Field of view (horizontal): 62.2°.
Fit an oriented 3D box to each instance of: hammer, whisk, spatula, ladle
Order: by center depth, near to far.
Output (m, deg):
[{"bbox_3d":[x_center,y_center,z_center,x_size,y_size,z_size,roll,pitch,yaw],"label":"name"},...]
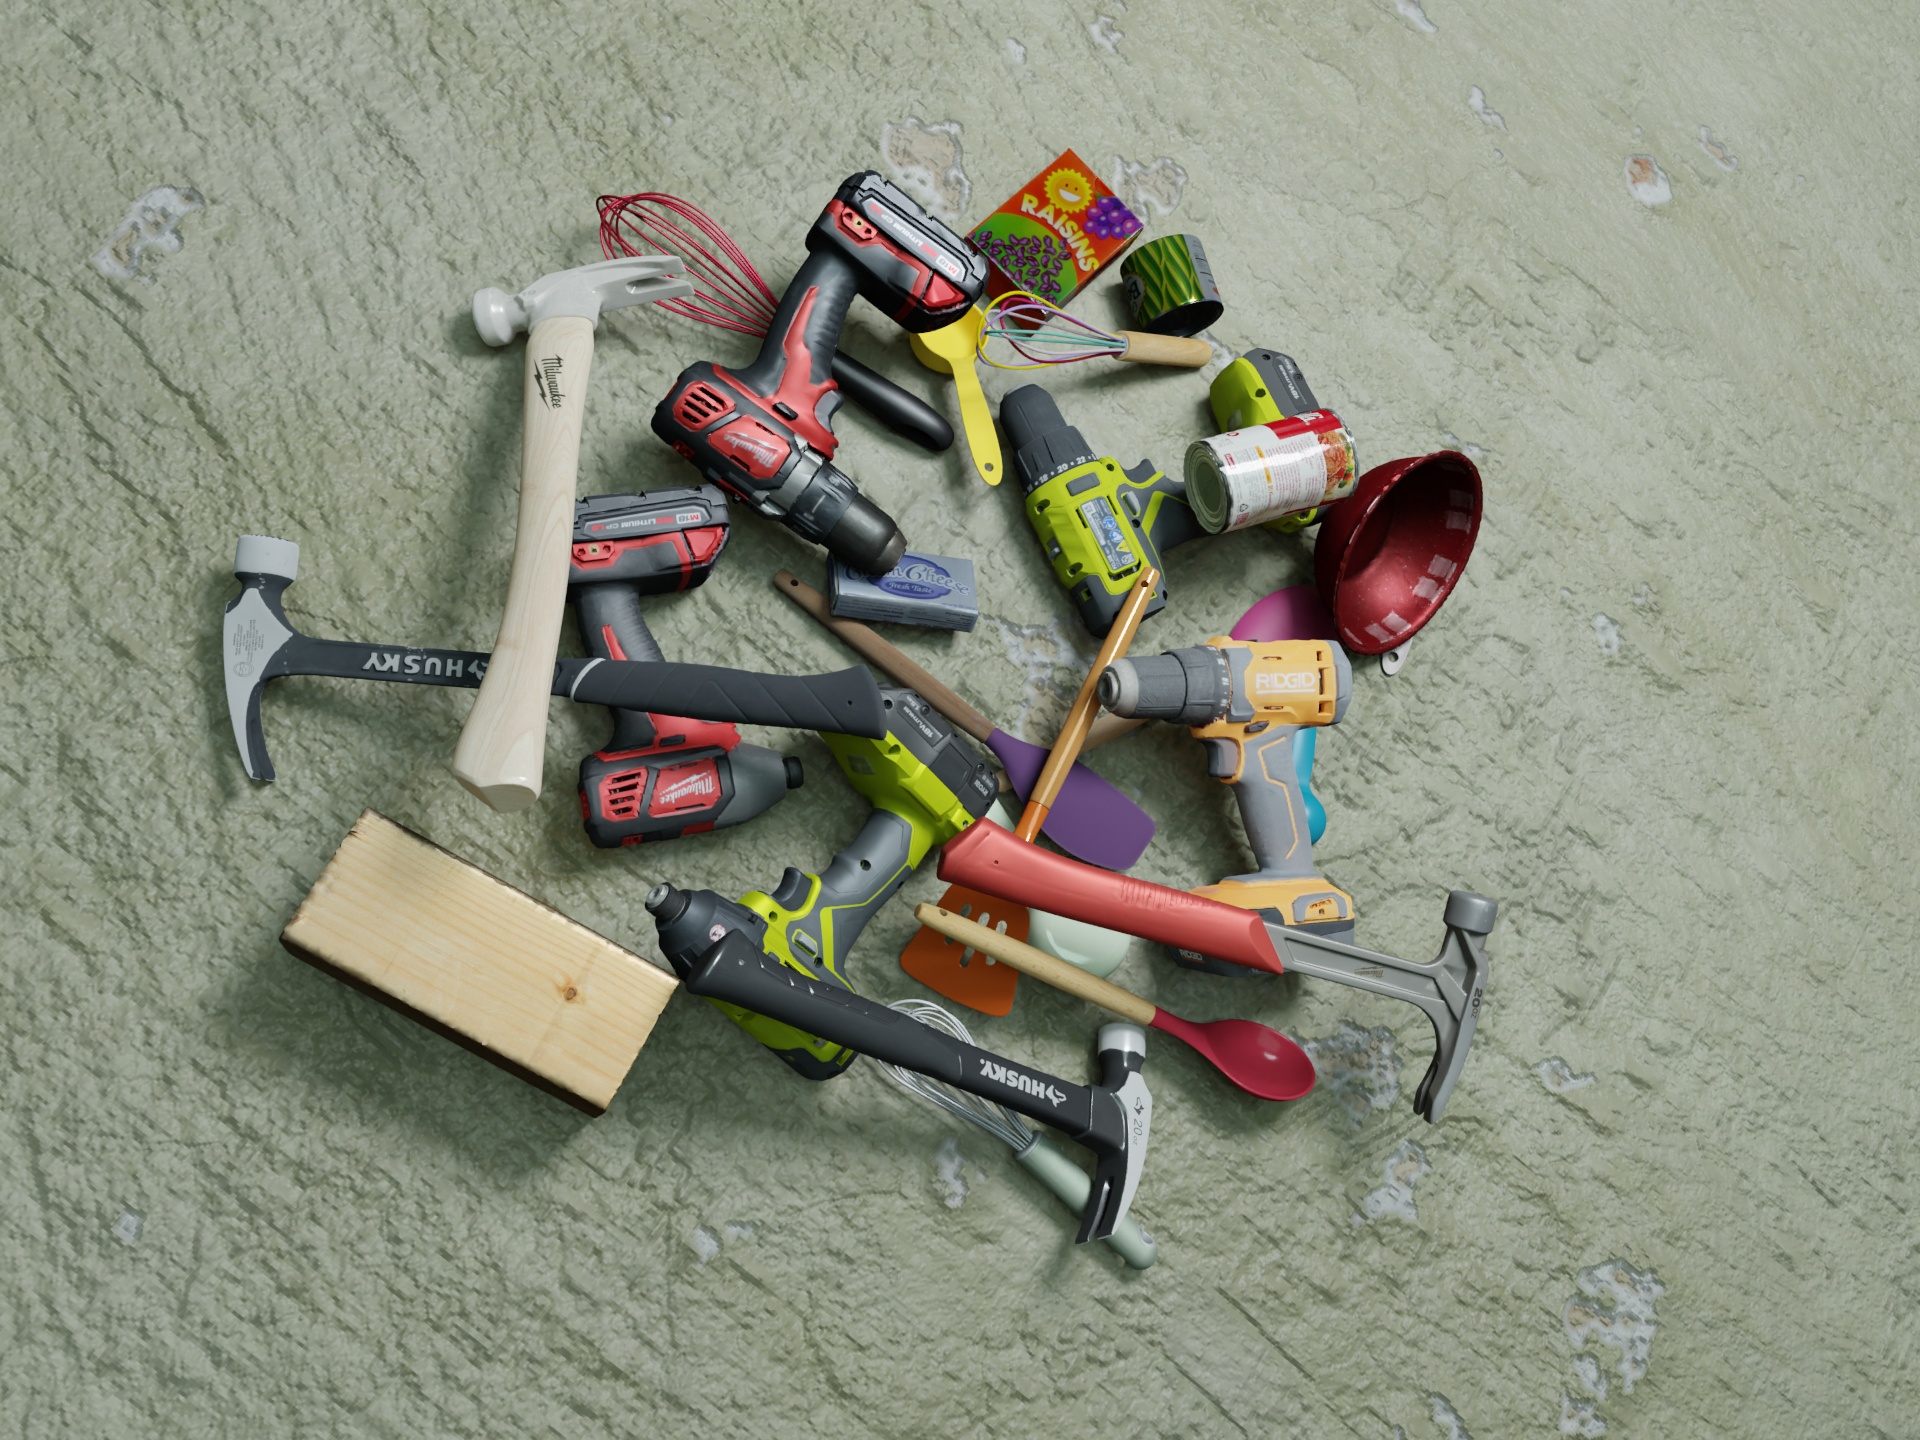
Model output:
[{"bbox_3d":[-0.241,-0.129,0.957,0.146,0.038,0.411,-9,55,8],"label":"hammer"},{"bbox_3d":[-0.247,-0.021,0.963,0.409,0.036,0.149,5,85,3],"label":"hammer"},{"bbox_3d":[-0.017,0.208,0.965,0.334,0.035,0.146,27,50,-27],"label":"hammer"},{"bbox_3d":[0.158,0.141,1.009,0.359,0.037,0.149,15,90,-6],"label":"hammer"},{"bbox_3d":[0.038,0.271,1.034,0.246,0.058,0.059,44,103,-5],"label":"whisk"},{"bbox_3d":[0.104,0.184,1.045,0.315,0.031,0.069,27,29,-21],"label":"ladle"},{"bbox_3d":[0.062,0.038,1.070,0.081,0.041,0.323,25,76,9],"label":"spatula"},{"bbox_3d":[-0.002,-0.003,1.092,0.316,0.018,0.060,38,67,1],"label":"spatula"},{"bbox_3d":[-0.129,-0.277,1.119,0.295,0.073,0.073,33,69,-12],"label":"whisk"},{"bbox_3d":[0.103,-0.276,1.149,0.245,0.051,0.047,-7,91,-43],"label":"whisk"}]

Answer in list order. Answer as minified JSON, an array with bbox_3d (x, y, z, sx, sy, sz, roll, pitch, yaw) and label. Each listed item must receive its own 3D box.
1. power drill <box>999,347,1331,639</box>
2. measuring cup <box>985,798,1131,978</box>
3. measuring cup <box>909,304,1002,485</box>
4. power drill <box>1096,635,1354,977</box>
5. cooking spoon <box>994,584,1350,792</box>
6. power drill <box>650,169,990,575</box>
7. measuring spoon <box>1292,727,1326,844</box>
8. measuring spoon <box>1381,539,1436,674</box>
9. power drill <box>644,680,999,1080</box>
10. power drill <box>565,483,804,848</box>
[{"bbox_3d":[0.151,-0.186,1.167,0.228,0.080,0.190,-24,85,-18],"label":"power drill"},{"bbox_3d":[0.054,0.105,1.081,0.083,0.038,0.167,-33,89,-21],"label":"measuring cup"},{"bbox_3d":[0.002,-0.236,1.154,0.062,0.029,0.157,-9,74,-19],"label":"measuring cup"},{"bbox_3d":[0.181,0.056,1.079,0.185,0.084,0.226,-1,89,-25],"label":"power drill"},{"bbox_3d":[0.158,-0.020,1.154,0.319,0.017,0.069,-26,91,-20],"label":"cooking spoon"},{"bbox_3d":[-0.072,-0.227,1.067,0.187,0.080,0.227,36,82,-12],"label":"power drill"},{"bbox_3d":[0.254,0.029,1.168,0.042,0.021,0.129,11,74,-14],"label":"measuring spoon"},{"bbox_3d":[0.346,-0.091,1.234,0.034,0.018,0.124,19,78,1],"label":"measuring spoon"},{"bbox_3d":[-0.085,0.090,0.999,0.171,0.080,0.223,47,65,-31],"label":"power drill"},{"bbox_3d":[-0.186,-0.034,1.030,0.143,0.078,0.220,-9,82,-17],"label":"power drill"}]
